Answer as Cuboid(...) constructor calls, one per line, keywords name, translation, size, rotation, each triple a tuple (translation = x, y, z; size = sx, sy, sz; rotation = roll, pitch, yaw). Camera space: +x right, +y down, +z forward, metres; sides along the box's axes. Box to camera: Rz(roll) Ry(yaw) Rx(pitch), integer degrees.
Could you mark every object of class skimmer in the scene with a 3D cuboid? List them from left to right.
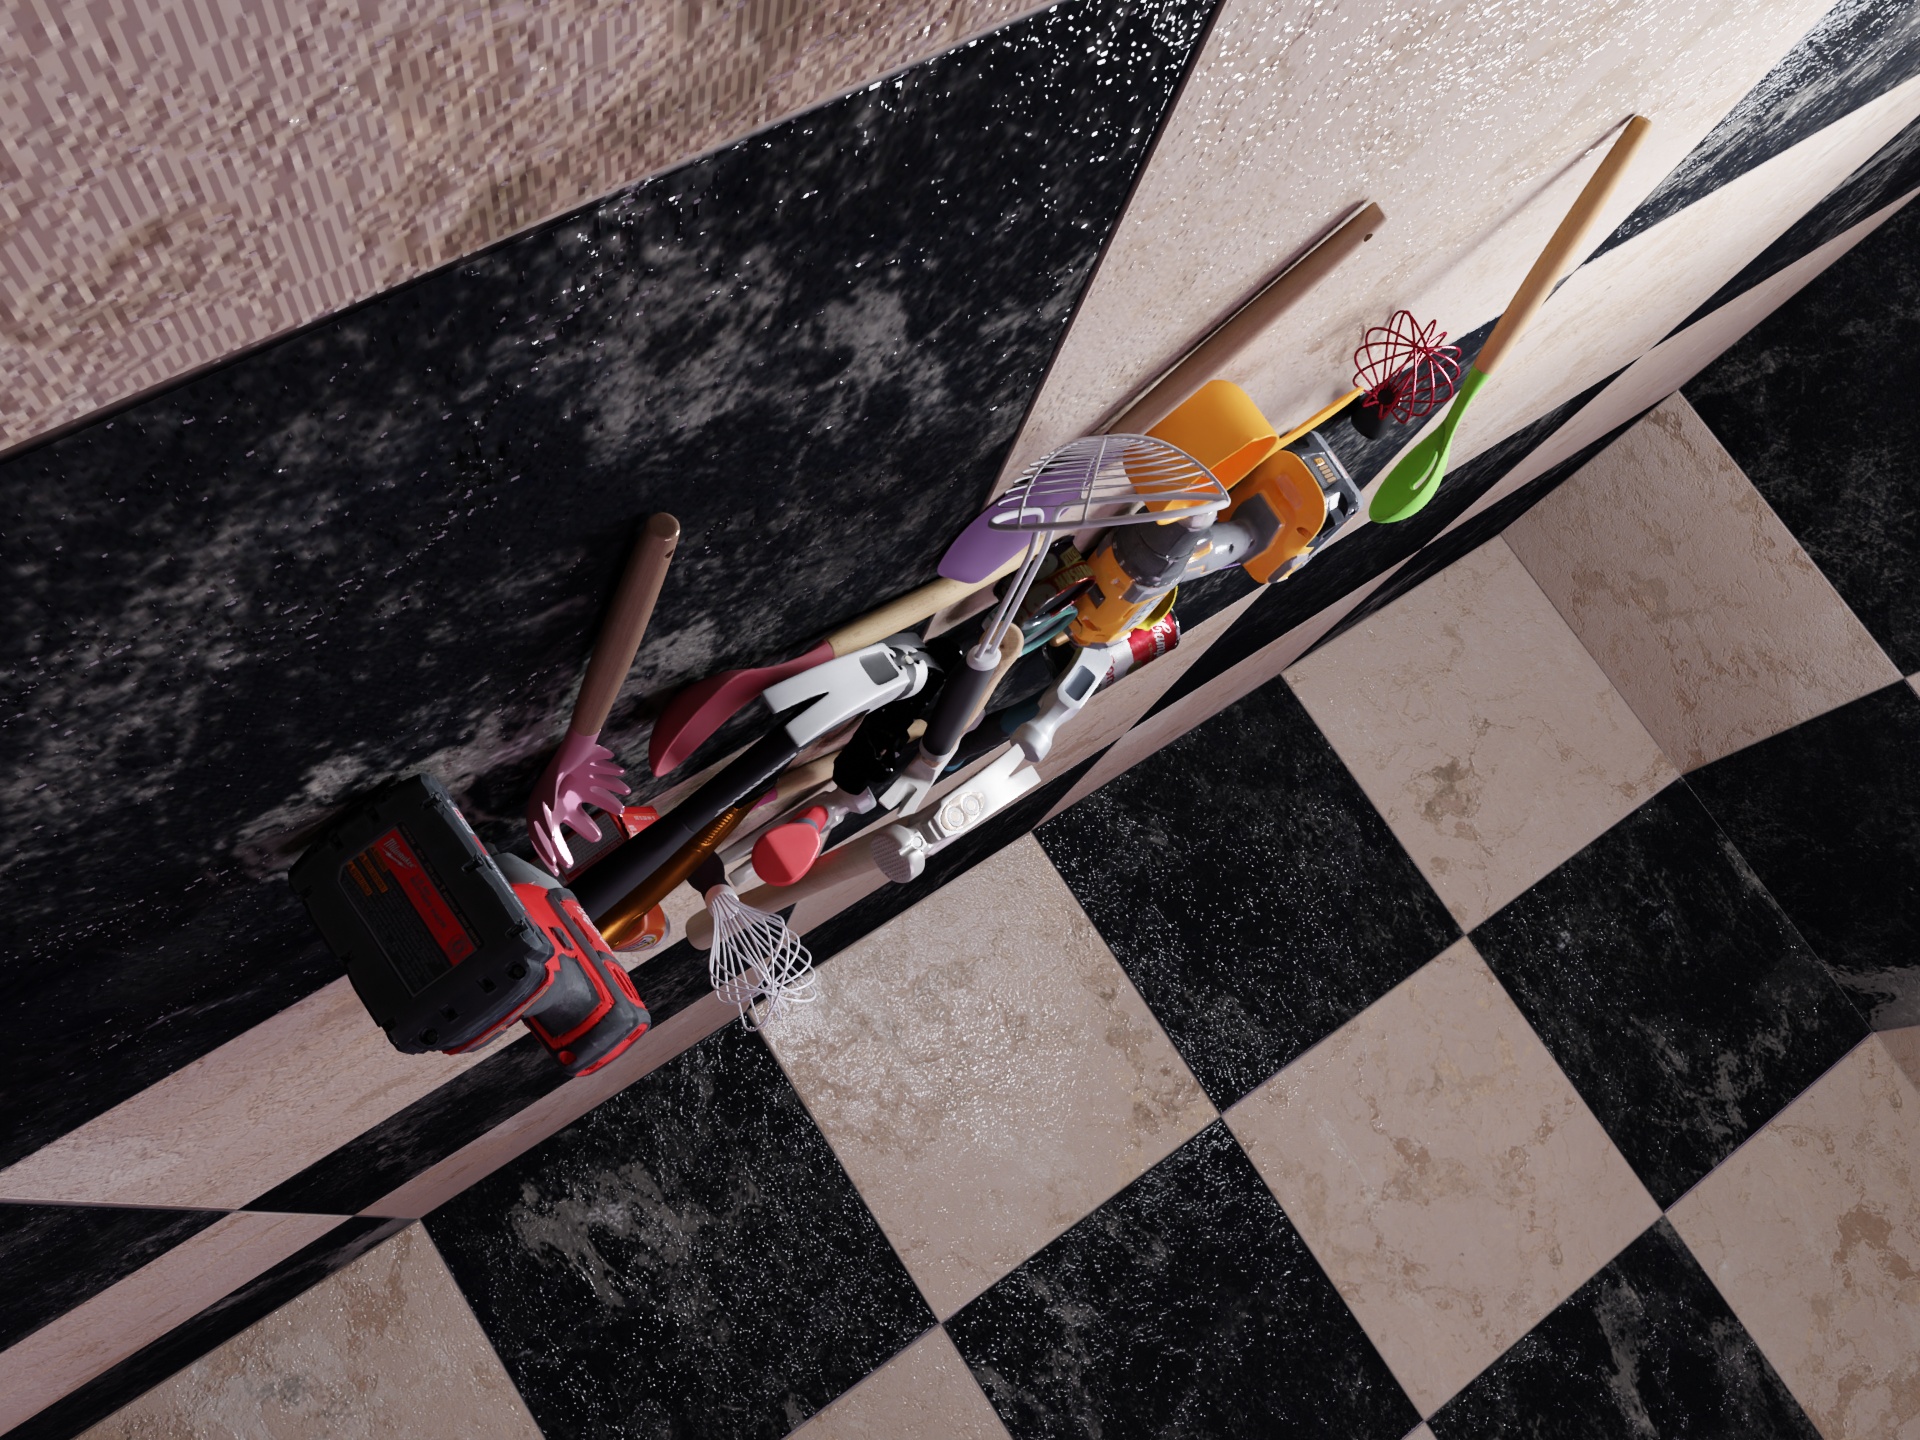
Cuboid(name="skimmer", translation=(0.041, -0.047, 0.947), size=(0.127, 0.090, 0.363), rotation=(-12, 154, -25))

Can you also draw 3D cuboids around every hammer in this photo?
Cuboid(name="hammer", translation=(-0.170, 0.065, 0.926), size=(0.334, 0.035, 0.146), rotation=(-37, 175, 20))
Cuboid(name="hammer", translation=(-0.152, 0.056, 1.083), size=(0.337, 0.034, 0.127), rotation=(-42, 167, 28))
Cuboid(name="hammer", translation=(-0.136, 0.094, 1.189), size=(0.143, 0.038, 0.386), rotation=(-32, -179, -1))
Cuboid(name="hammer", translation=(-0.102, 0.115, 1.239), size=(0.146, 0.038, 0.410), rotation=(-33, -177, -38))
Cuboid(name="hammer", translation=(-0.002, -0.004, 1.203), size=(0.130, 0.031, 0.331), rotation=(-55, 179, -18))
Cuboid(name="hammer", translation=(0.039, 0.002, 1.362), size=(0.128, 0.033, 0.331), rotation=(-51, -173, -19))

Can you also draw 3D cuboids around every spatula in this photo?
Cuboid(name="spatula", translation=(0.104, -0.173, 0.882), size=(0.316, 0.018, 0.059), rotation=(-38, 153, 25))

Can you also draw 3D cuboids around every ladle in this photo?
Cuboid(name="ladle", translation=(-0.058, -0.051, 0.934), size=(0.315, 0.031, 0.069), rotation=(-30, 166, -35))

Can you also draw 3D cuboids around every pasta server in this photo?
Cuboid(name="pasta server", translation=(-0.167, -0.005, 0.752), size=(0.060, 0.040, 0.316), rotation=(-48, 179, -34))

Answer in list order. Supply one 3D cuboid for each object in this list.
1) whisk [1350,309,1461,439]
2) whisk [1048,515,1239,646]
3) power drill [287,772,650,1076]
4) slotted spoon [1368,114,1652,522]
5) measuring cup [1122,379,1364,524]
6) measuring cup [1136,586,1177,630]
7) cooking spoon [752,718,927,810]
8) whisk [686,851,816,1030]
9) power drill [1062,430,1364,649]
Cuboid(name="whisk", translation=(0.313, -0.238, 1.161), size=(0.073, 0.073, 0.296), rotation=(-35, 176, 7))
Cuboid(name="whisk", translation=(0.176, -0.130, 1.331), size=(0.245, 0.051, 0.047), rotation=(-29, 150, -6))
Cuboid(name="power drill", translation=(-0.238, 0.106, 0.804), size=(0.078, 0.143, 0.219), rotation=(-37, 165, -5))
Cuboid(name="slotted spoon", translation=(0.368, -0.258, 1.074), size=(0.070, 0.031, 0.313), rotation=(-74, -172, -52))
Cuboid(name="measuring cup", translation=(0.173, -0.184, 0.970), size=(0.173, 0.052, 0.095), rotation=(-32, 171, -24))
Cuboid(name="measuring cup", translation=(0.102, -0.094, 1.264), size=(0.156, 0.029, 0.062), rotation=(-14, 120, -27))
Cuboid(name="cooking spoon", translation=(-0.129, 0.047, 1.228), size=(0.319, 0.017, 0.068), rotation=(-23, 161, -48))
Cuboid(name="whisk", translation=(-0.159, 0.138, 1.102), size=(0.070, 0.070, 0.285), rotation=(-32, -158, -10))
Cuboid(name="power drill", translation=(0.193, -0.144, 1.182), size=(0.226, 0.084, 0.185), rotation=(-24, 166, -28))
